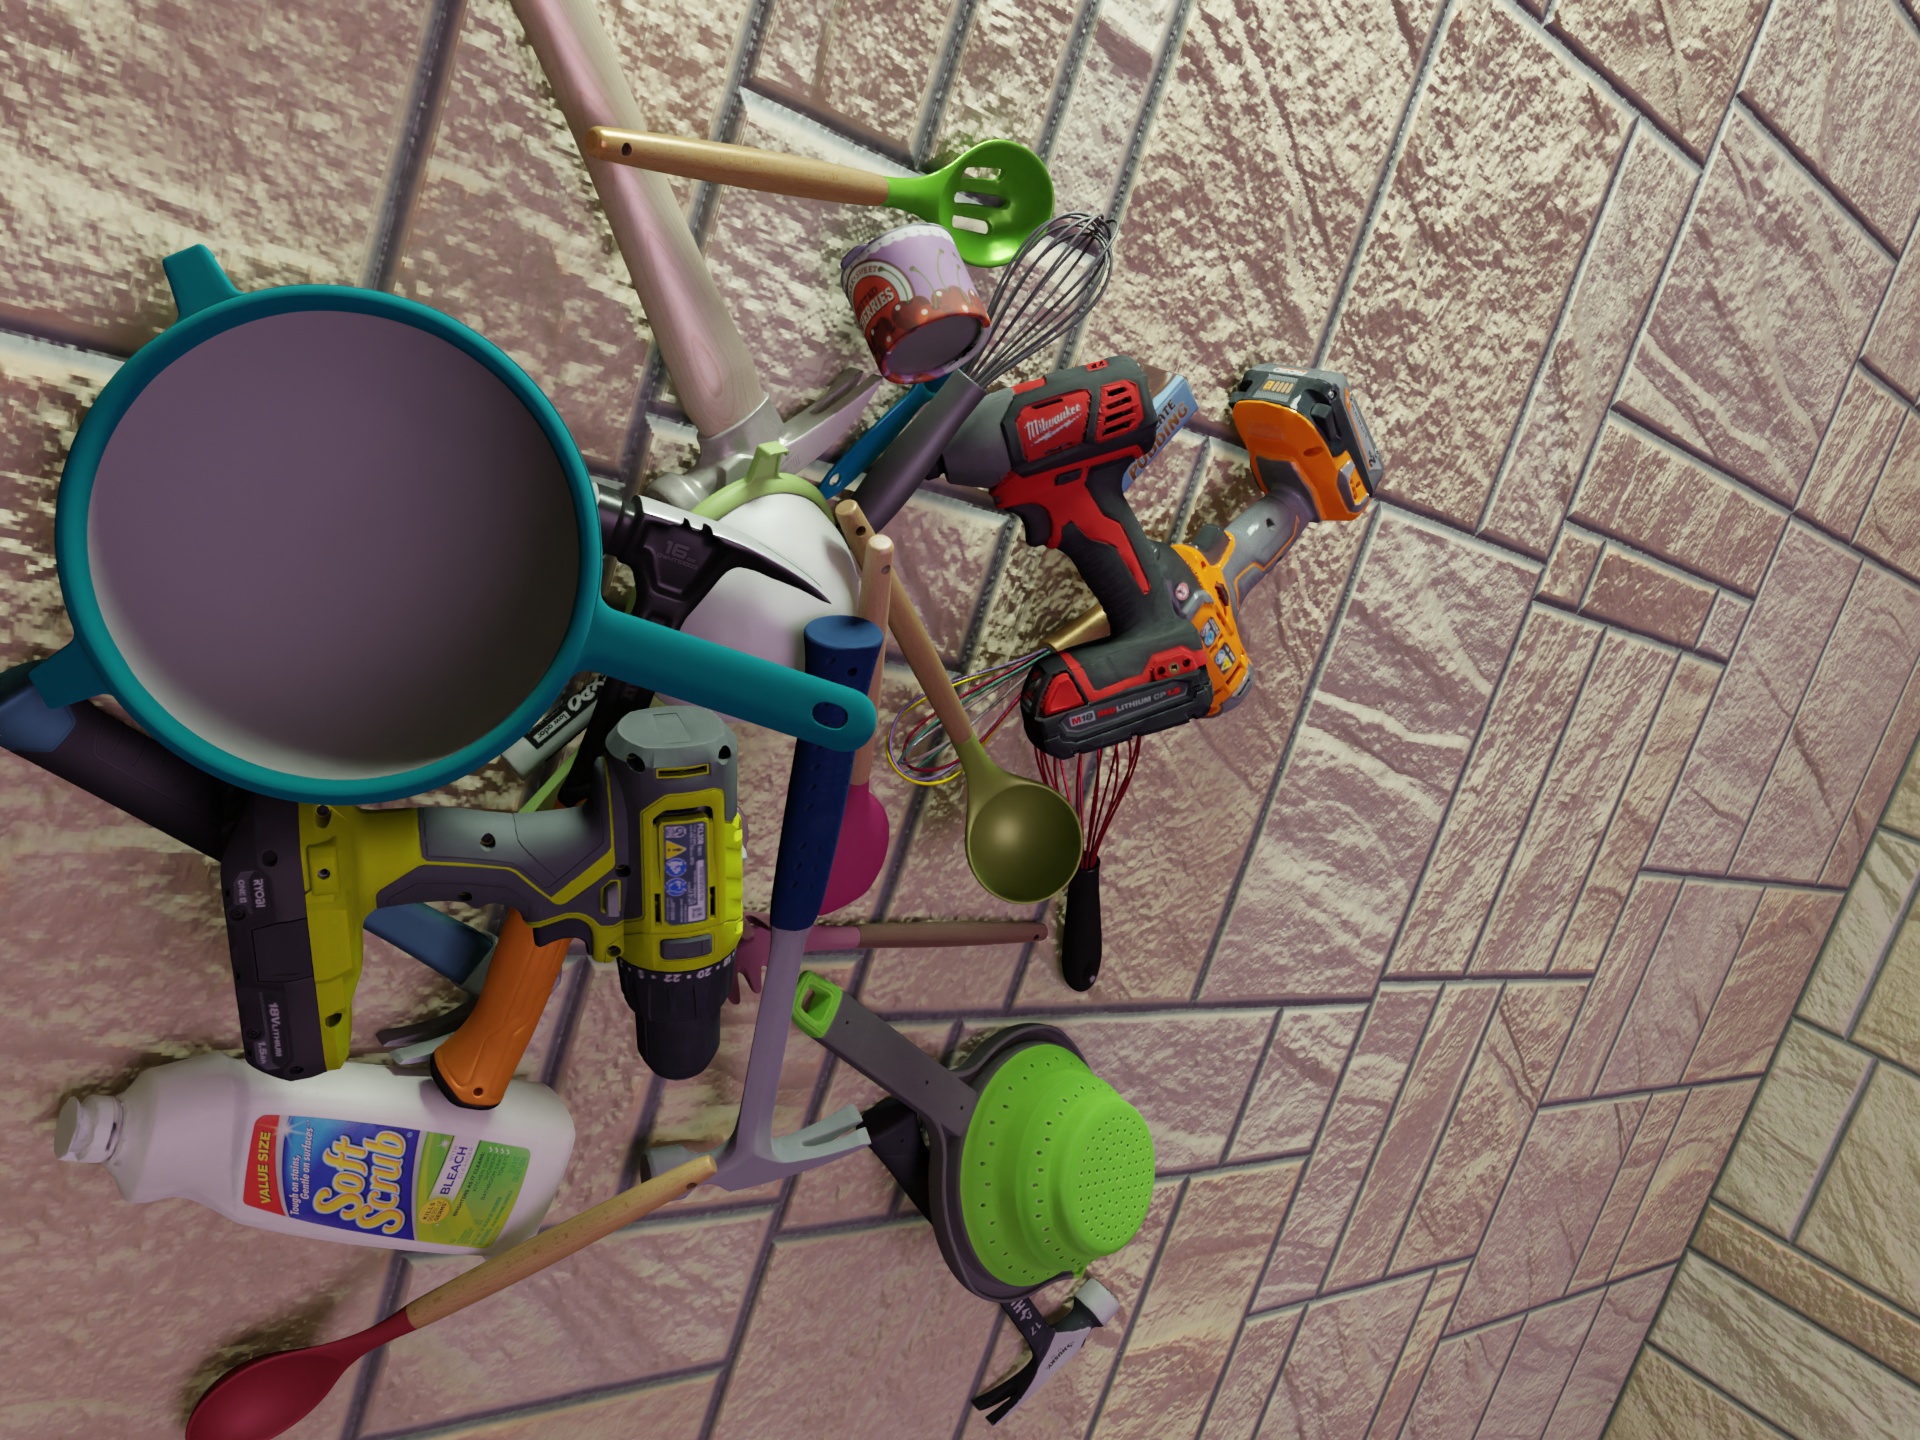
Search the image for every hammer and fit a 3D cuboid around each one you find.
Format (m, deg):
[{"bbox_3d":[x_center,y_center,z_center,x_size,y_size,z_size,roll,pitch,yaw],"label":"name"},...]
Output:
[{"bbox_3d":[-0.319,0.069,0.772,0.128,0.033,0.330,-54,135,-9],"label":"hammer"},{"bbox_3d":[0.010,0.418,1.244,0.149,0.036,0.408,-42,132,-17],"label":"hammer"},{"bbox_3d":[-0.159,-0.284,0.739,0.146,0.038,0.410,-41,132,-22],"label":"hammer"},{"bbox_3d":[-0.185,0.054,0.801,0.127,0.034,0.337,18,106,-25],"label":"hammer"},{"bbox_3d":[-0.093,0.123,0.917,0.144,0.035,0.405,-3,125,-26],"label":"hammer"}]

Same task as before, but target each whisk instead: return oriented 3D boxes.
[{"bbox_3d":[0.088,0.086,1.136,0.073,0.073,0.295,-27,133,-30],"label":"whisk"},{"bbox_3d":[0.007,-0.189,0.898,0.239,0.055,0.055,-50,137,11],"label":"whisk"},{"bbox_3d":[0.045,-0.029,1.048,0.245,0.047,0.051,-35,146,-30],"label":"whisk"}]

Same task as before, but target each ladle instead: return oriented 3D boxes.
[{"bbox_3d":[-0.273,0.311,0.860,0.315,0.031,0.069,-27,140,1],"label":"ladle"},{"bbox_3d":[-0.001,-0.003,0.930,0.078,0.062,0.319,-38,135,-11],"label":"ladle"}]

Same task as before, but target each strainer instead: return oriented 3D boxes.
[{"bbox_3d":[-0.137,-0.013,0.840,0.256,0.069,0.151,-49,154,-12],"label":"strainer"},{"bbox_3d":[-0.202,-0.054,0.701,0.340,0.095,0.211,19,93,-14],"label":"strainer"}]

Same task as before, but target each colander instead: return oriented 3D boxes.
[{"bbox_3d":[0.031,0.283,1.117,0.396,0.094,0.205,45,56,-37],"label":"colander"}]

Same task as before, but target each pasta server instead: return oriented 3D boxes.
[{"bbox_3d":[-0.047,0.148,1.055,0.316,0.040,0.060,6,121,-45],"label":"pasta server"}]

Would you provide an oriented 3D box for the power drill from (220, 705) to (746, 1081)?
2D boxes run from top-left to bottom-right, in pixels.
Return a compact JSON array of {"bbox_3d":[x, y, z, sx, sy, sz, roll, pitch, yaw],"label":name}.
[{"bbox_3d":[-0.214,0.097,0.748,0.228,0.080,0.190,-5,114,-19],"label":"power drill"}]

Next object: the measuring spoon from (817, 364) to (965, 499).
[{"bbox_3d":[-0.043,-0.178,0.915,0.128,0.021,0.042,-46,149,-2],"label":"measuring spoon"}]

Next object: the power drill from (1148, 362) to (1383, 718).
[{"bbox_3d":[0.187,-0.134,1.081,0.226,0.084,0.164,-55,135,-15],"label":"power drill"}]

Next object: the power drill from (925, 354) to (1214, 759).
[{"bbox_3d":[0.065,-0.097,0.960,0.143,0.078,0.219,-16,103,-3],"label":"power drill"}]

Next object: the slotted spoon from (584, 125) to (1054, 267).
[{"bbox_3d":[-0.059,-0.275,0.808,0.313,0.031,0.070,-12,124,-48],"label":"slotted spoon"}]

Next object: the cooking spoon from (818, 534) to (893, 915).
[{"bbox_3d":[-0.058,0.016,0.921,0.069,0.017,0.318,-25,146,-27],"label":"cooking spoon"}]
